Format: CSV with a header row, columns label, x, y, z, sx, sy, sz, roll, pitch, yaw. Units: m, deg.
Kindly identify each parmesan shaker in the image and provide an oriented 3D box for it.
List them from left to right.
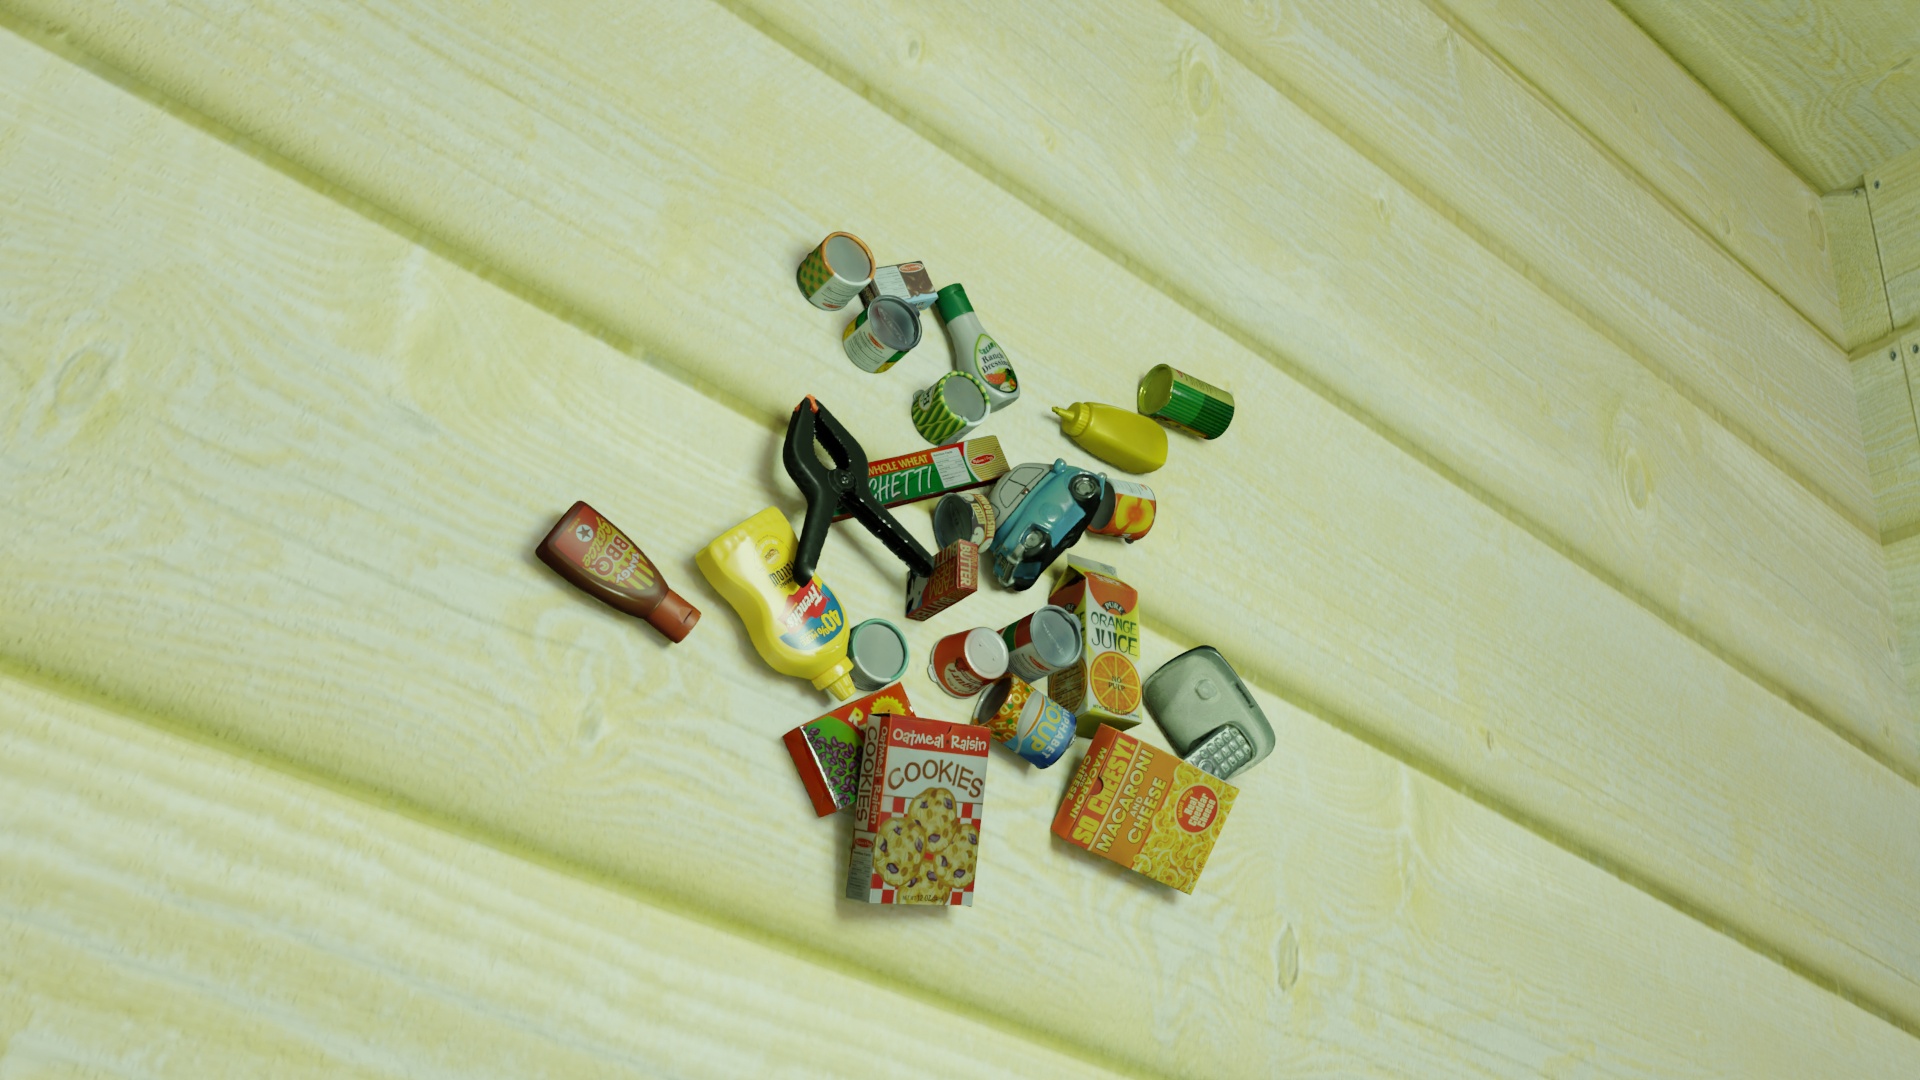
label,x,y,z,sx,sy,sz,roll,pitch,yaw
parmesan shaker,0.279,-0.168,1.711,0.103,0.071,0.071,19,60,-28

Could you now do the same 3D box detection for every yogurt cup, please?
label,x,y,z,sx,sy,sz,roll,pitch,yaw
yogurt cup,0.012,0.120,1.401,0.072,0.053,0.072,16,61,-30

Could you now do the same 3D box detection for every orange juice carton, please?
label,x,y,z,sx,sy,sz,roll,pitch,yaw
orange juice carton,0.142,0.108,1.486,0.072,0.072,0.193,17,60,-29

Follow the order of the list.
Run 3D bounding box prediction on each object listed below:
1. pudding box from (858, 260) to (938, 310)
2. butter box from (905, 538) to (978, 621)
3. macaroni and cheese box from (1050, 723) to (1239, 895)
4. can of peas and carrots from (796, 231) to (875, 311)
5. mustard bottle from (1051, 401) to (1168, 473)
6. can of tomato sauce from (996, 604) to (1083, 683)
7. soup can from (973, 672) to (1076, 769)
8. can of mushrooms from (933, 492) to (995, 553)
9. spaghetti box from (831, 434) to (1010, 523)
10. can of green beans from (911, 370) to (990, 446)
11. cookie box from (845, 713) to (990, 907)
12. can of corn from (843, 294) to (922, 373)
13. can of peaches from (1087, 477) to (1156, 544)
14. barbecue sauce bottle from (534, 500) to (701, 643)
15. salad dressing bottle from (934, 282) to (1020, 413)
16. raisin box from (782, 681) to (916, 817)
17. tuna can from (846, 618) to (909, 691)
label,x,y,z,sx,sy,sz,roll,pitch,yaw
pudding box,-0.071,-0.278,1.538,0.084,0.030,0.049,-19,80,-39
butter box,-0.019,0.040,1.382,0.024,0.103,0.053,16,62,-29
macaroni and cheese box,0.192,0.277,1.432,0.166,0.040,0.124,28,85,-23
can of peas and carrots,-0.133,-0.289,1.481,0.071,0.058,0.071,15,62,-30
mustard bottle,0.170,-0.129,1.629,0.160,0.048,0.065,20,59,-26
can of tomato sauce,0.076,0.109,1.432,0.071,0.082,0.071,15,62,-30
soup can,0.066,0.181,1.400,0.083,0.071,0.072,35,54,-17
can of mushrooms,0.005,-0.018,1.447,0.033,0.070,0.071,-3,71,-38
spaghetti box,-0.053,-0.065,1.455,0.251,0.028,0.050,-15,79,-39
can of green beans,-0.010,-0.143,1.501,0.071,0.057,0.071,15,62,-30
cookie box,-0.036,0.248,1.279,0.123,0.040,0.167,14,78,-39
can of corn,-0.082,-0.221,1.485,0.071,0.058,0.071,15,62,-30
can of peaches,0.180,-0.034,1.583,0.058,0.071,0.071,10,65,-32
barbecue sauce bottle,-0.298,0.033,1.227,0.148,0.043,0.065,40,51,-14
salad dressing bottle,0.016,-0.217,1.562,0.064,0.043,0.147,-21,82,-41
raisin box,-0.093,0.194,1.302,0.124,0.040,0.086,-20,81,-40
tuna can,-0.084,0.109,1.351,0.071,0.032,0.071,14,62,-30
